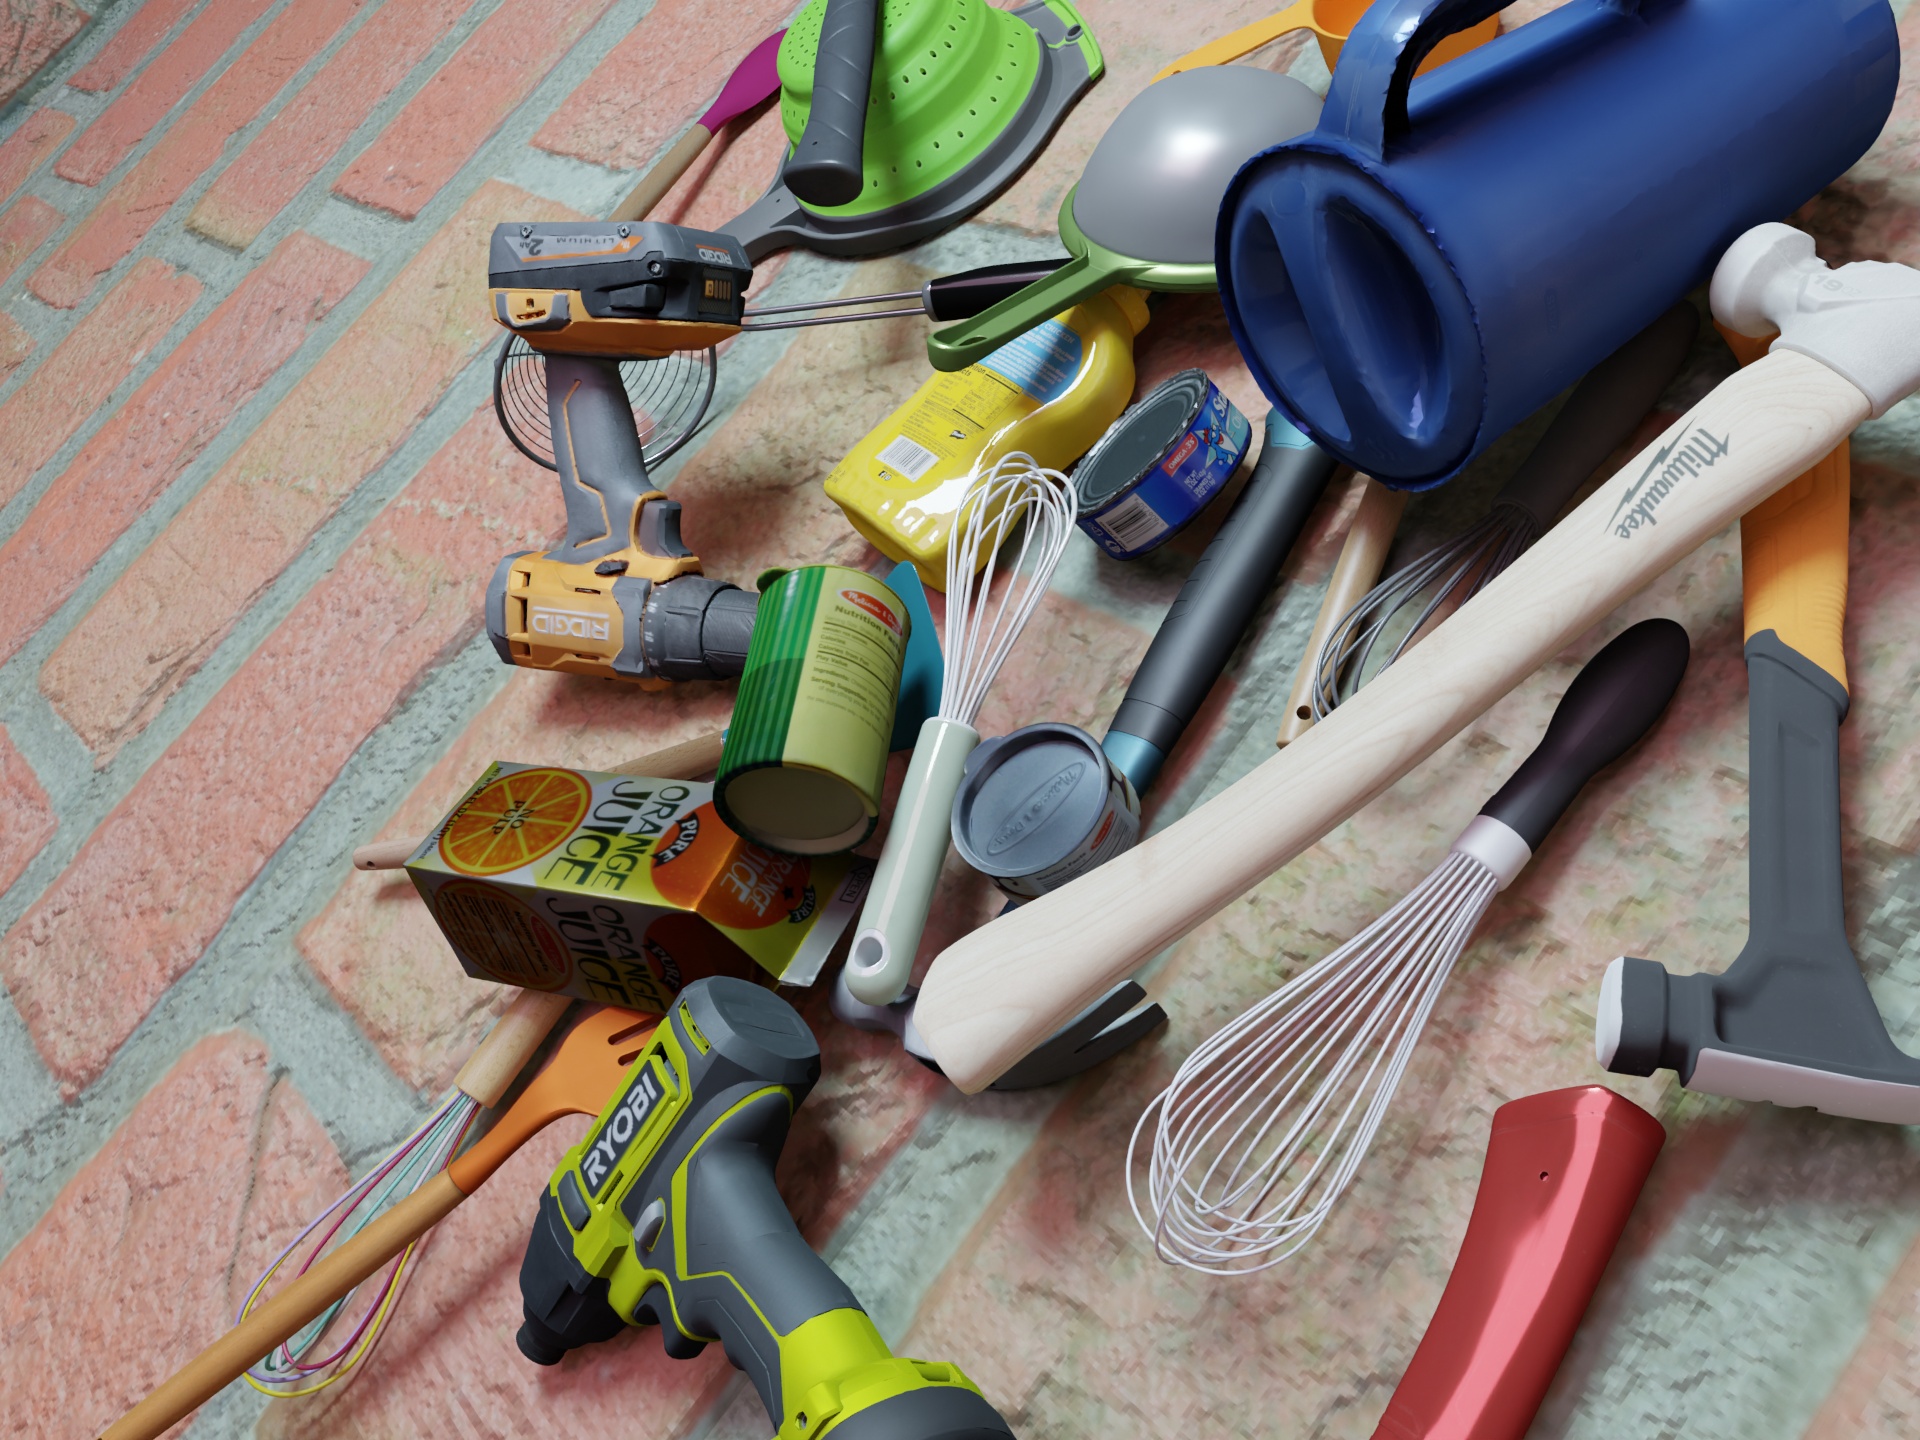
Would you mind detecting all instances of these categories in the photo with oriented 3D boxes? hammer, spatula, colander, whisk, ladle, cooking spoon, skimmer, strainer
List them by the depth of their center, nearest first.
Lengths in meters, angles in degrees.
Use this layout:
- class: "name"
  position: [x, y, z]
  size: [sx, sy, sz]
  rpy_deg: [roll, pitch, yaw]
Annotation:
- class: "hammer"
  position: [0.108, 0.265, 0.435]
  size: [0.149, 0.036, 0.359]
  rpy_deg: [23, 73, 41]
- class: "hammer"
  position: [0.160, -0.006, 0.518]
  size: [0.410, 0.038, 0.146]
  rpy_deg: [-38, 42, 2]
- class: "hammer"
  position: [0.283, -0.032, 0.523]
  size: [0.127, 0.034, 0.337]
  rpy_deg: [7, 57, 16]
- class: "whisk"
  position: [0.157, 0.068, 0.531]
  size: [0.284, 0.070, 0.070]
  rpy_deg: [-47, 46, -12]
- class: "whisk"
  position: [0.213, -0.077, 0.609]
  size: [0.239, 0.055, 0.055]
  rpy_deg: [-49, 46, -13]
- class: "hammer"
  position: [0.077, -0.002, 0.647]
  size: [0.128, 0.033, 0.331]
  rpy_deg: [17, 69, 41]
- class: "whisk"
  position: [-0.001, -0.002, 0.648]
  size: [0.058, 0.059, 0.246]
  rpy_deg: [5, 66, 30]
- class: "ladle"
  position: [0.189, -0.132, 0.654]
  size: [0.078, 0.062, 0.320]
  rpy_deg: [20, 72, 14]
- class: "spatula"
  position: [-0.221, 0.209, 0.656]
  size: [0.322, 0.041, 0.081]
  rpy_deg: [-37, 46, -5]
- class: "whisk"
  position: [-0.229, 0.188, 0.711]
  size: [0.047, 0.051, 0.245]
  rpy_deg: [28, 71, 21]
- class: "strainer"
  position: [0.080, -0.241, 0.731]
  size: [0.256, 0.069, 0.152]
  rpy_deg: [-35, 48, -26]
- class: "spatula"
  position: [-0.138, 0.017, 0.766]
  size: [0.317, 0.044, 0.082]
  rpy_deg: [-20, 77, 23]
- class: "skimmer"
  position: [-0.077, -0.198, 0.850]
  size: [0.363, 0.127, 0.090]
  rpy_deg: [-1, 53, 21]
- class: "hammer"
  position: [-0.054, -0.434, 0.909]
  size: [0.149, 0.036, 0.409]
  rpy_deg: [-13, 53, 22]
- class: "colander"
  position: [-0.112, -0.348, 0.974]
  size: [0.397, 0.094, 0.205]
  rpy_deg: [-29, 47, 12]
- class: "cooking spoon"
  position: [-0.188, -0.383, 1.076]
  size: [0.069, 0.017, 0.319]
  rpy_deg: [6, 54, 38]

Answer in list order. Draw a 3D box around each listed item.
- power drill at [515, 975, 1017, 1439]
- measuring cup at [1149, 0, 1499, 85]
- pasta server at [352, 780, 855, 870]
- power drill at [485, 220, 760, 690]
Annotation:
- class: "power drill"
  position: [-0.082, 0.222, 0.553]
  size: [0.171, 0.080, 0.223]
  rpy_deg: [-56, 42, 11]
- class: "measuring cup"
  position: [0.185, -0.339, 0.807]
  size: [0.173, 0.052, 0.095]
  rpy_deg: [-14, 52, 27]
- class: "pasta server"
  position: [-0.181, 0.057, 0.760]
  size: [0.316, 0.060, 0.040]
  rpy_deg: [-8, 33, 28]
- class: "power drill"
  position: [-0.151, -0.127, 0.789]
  size: [0.185, 0.084, 0.226]
  rpy_deg: [8, 103, 25]
